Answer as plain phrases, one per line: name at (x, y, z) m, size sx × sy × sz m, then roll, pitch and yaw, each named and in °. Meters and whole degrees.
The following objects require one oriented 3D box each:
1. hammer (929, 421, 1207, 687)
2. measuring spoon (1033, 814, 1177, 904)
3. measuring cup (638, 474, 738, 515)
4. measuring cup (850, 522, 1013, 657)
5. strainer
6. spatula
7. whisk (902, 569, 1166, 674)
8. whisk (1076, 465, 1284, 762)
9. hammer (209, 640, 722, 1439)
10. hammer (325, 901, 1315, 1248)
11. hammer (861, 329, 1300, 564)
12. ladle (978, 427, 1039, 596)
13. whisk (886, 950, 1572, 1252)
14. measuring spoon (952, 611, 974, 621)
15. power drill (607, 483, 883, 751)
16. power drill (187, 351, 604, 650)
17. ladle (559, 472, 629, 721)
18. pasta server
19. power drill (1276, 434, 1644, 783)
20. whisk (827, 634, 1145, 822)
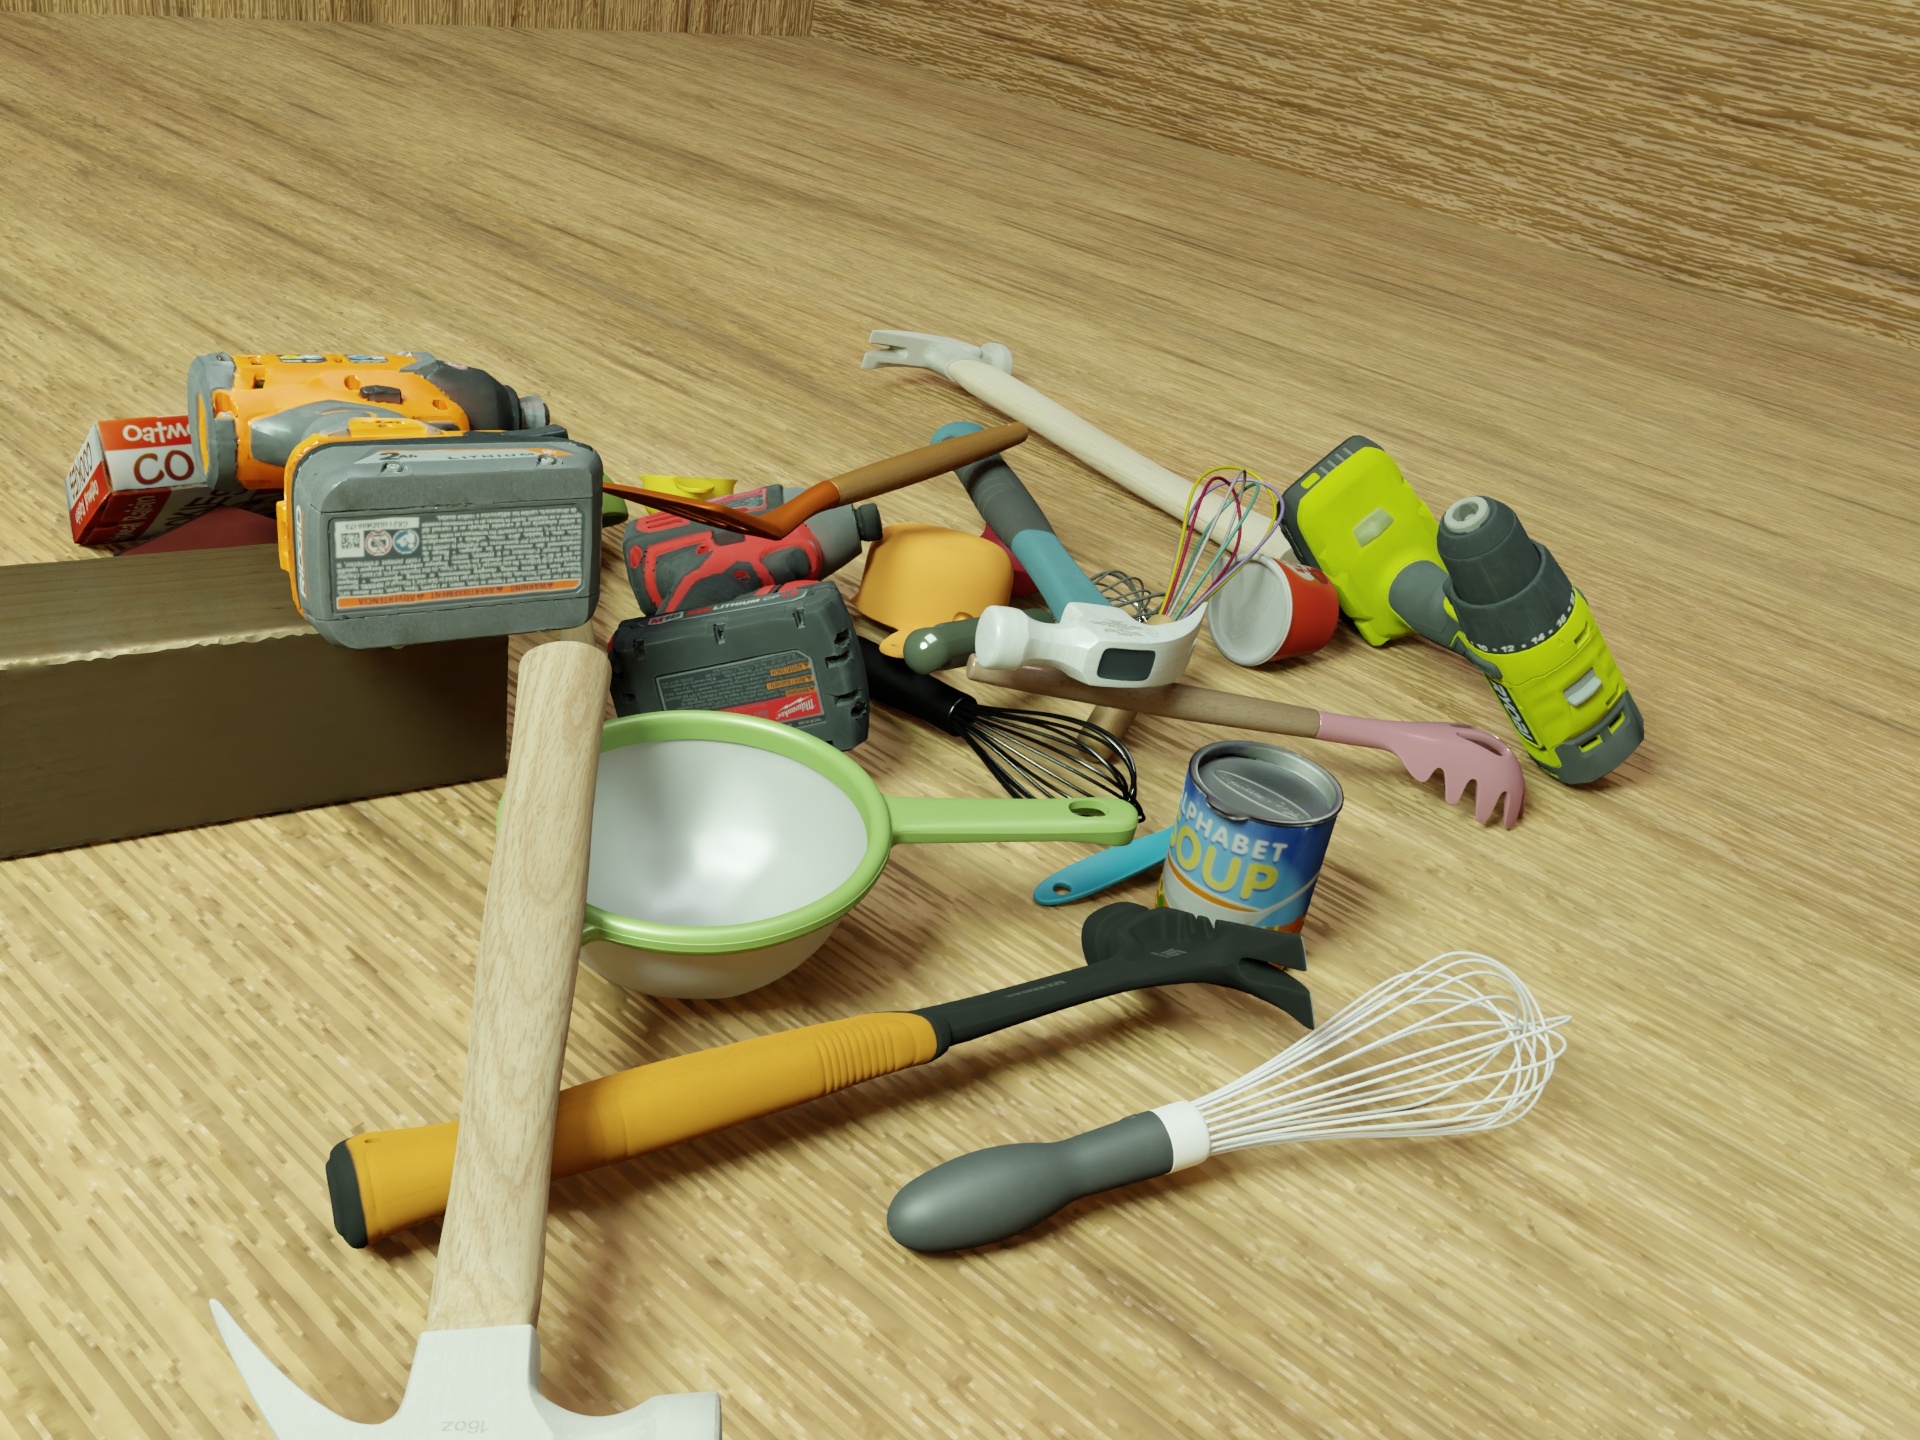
hammer at (0.036, -0.102, 0.877) m, size 0.128 × 0.033 × 0.331 m, roll 7°, pitch 26°, yaw -18°
measuring spoon at (0.087, 0.068, 0.743) m, size 0.128 × 0.021 × 0.042 m, roll -19°, pitch 39°, yaw -27°
measuring cup at (-0.161, -0.130, 0.951) m, size 0.062 × 0.029 × 0.157 m, roll 1°, pitch 11°, yaw -12°
measuring cup at (-0.018, -0.073, 0.877) m, size 0.095 × 0.052 × 0.174 m, roll 14°, pitch 14°, yaw 4°
strainer at (-0.054, 0.062, 0.642) m, size 0.256 × 0.069 × 0.152 m, roll 0°, pitch 32°, yaw -16°
spatula at (-0.053, -0.132, 0.830) m, size 0.081 × 0.041 × 0.322 m, roll 15°, pitch 26°, yaw 31°
whisk at (0.046, -0.048, 0.863) m, size 0.058 × 0.059 × 0.246 m, roll -24°, pitch -6°, yaw 35°
whisk at (0.120, -0.067, 0.894) m, size 0.051 × 0.047 × 0.245 m, roll -17°, pitch 30°, yaw 47°
hammer at (-0.140, 0.088, 0.503) m, size 0.130 × 0.031 × 0.332 m, roll -1°, pitch 42°, yaw -7°
hammer at (-0.040, 0.118, 0.551) m, size 0.336 × 0.034 × 0.127 m, roll -11°, pitch 5°, yaw -27°
hammer at (0.092, -0.206, 1.193) m, size 0.146 × 0.038 × 0.411 m, roll -4°, pitch 32°, yaw -42°
ladle at (0.022, -0.150, 1.096) m, size 0.069 × 0.031 × 0.316 m, roll 12°, pitch 27°, yaw -8°
whisk at (0.105, 0.142, 0.575) m, size 0.284 × 0.070 × 0.070 m, roll -10°, pitch 34°, yaw -23°
measuring spoon at (0.029, -0.047, 0.886) m, size 0.011 × 0.021 × 0.117 m, roll 1°, pitch -1°, yaw 32°
power drill at (-0.105, -0.061, 0.817) m, size 0.143 × 0.078 × 0.220 m, roll -11°, pitch 28°, yaw -1°
power drill at (-0.235, -0.111, 0.702) m, size 0.164 × 0.084 × 0.227 m, roll -9°, pitch 29°, yaw -32°
ladle at (-0.203, -0.049, 0.839) m, size 0.078 × 0.062 × 0.321 m, roll -5°, pitch 39°, yaw -15°
pasta server at (0.153, 0.004, 0.813) m, size 0.316 × 0.040 × 0.060 m, roll 9°, pitch 28°, yaw -14°
power drill at (0.277, -0.080, 0.912) m, size 0.080 × 0.190 × 0.229 m, roll -40°, pitch 33°, yaw 2°
whisk at (-0.002, -0.002, 0.806) m, size 0.239 × 0.055 × 0.055 m, roll 27°, pitch 33°, yaw 36°
